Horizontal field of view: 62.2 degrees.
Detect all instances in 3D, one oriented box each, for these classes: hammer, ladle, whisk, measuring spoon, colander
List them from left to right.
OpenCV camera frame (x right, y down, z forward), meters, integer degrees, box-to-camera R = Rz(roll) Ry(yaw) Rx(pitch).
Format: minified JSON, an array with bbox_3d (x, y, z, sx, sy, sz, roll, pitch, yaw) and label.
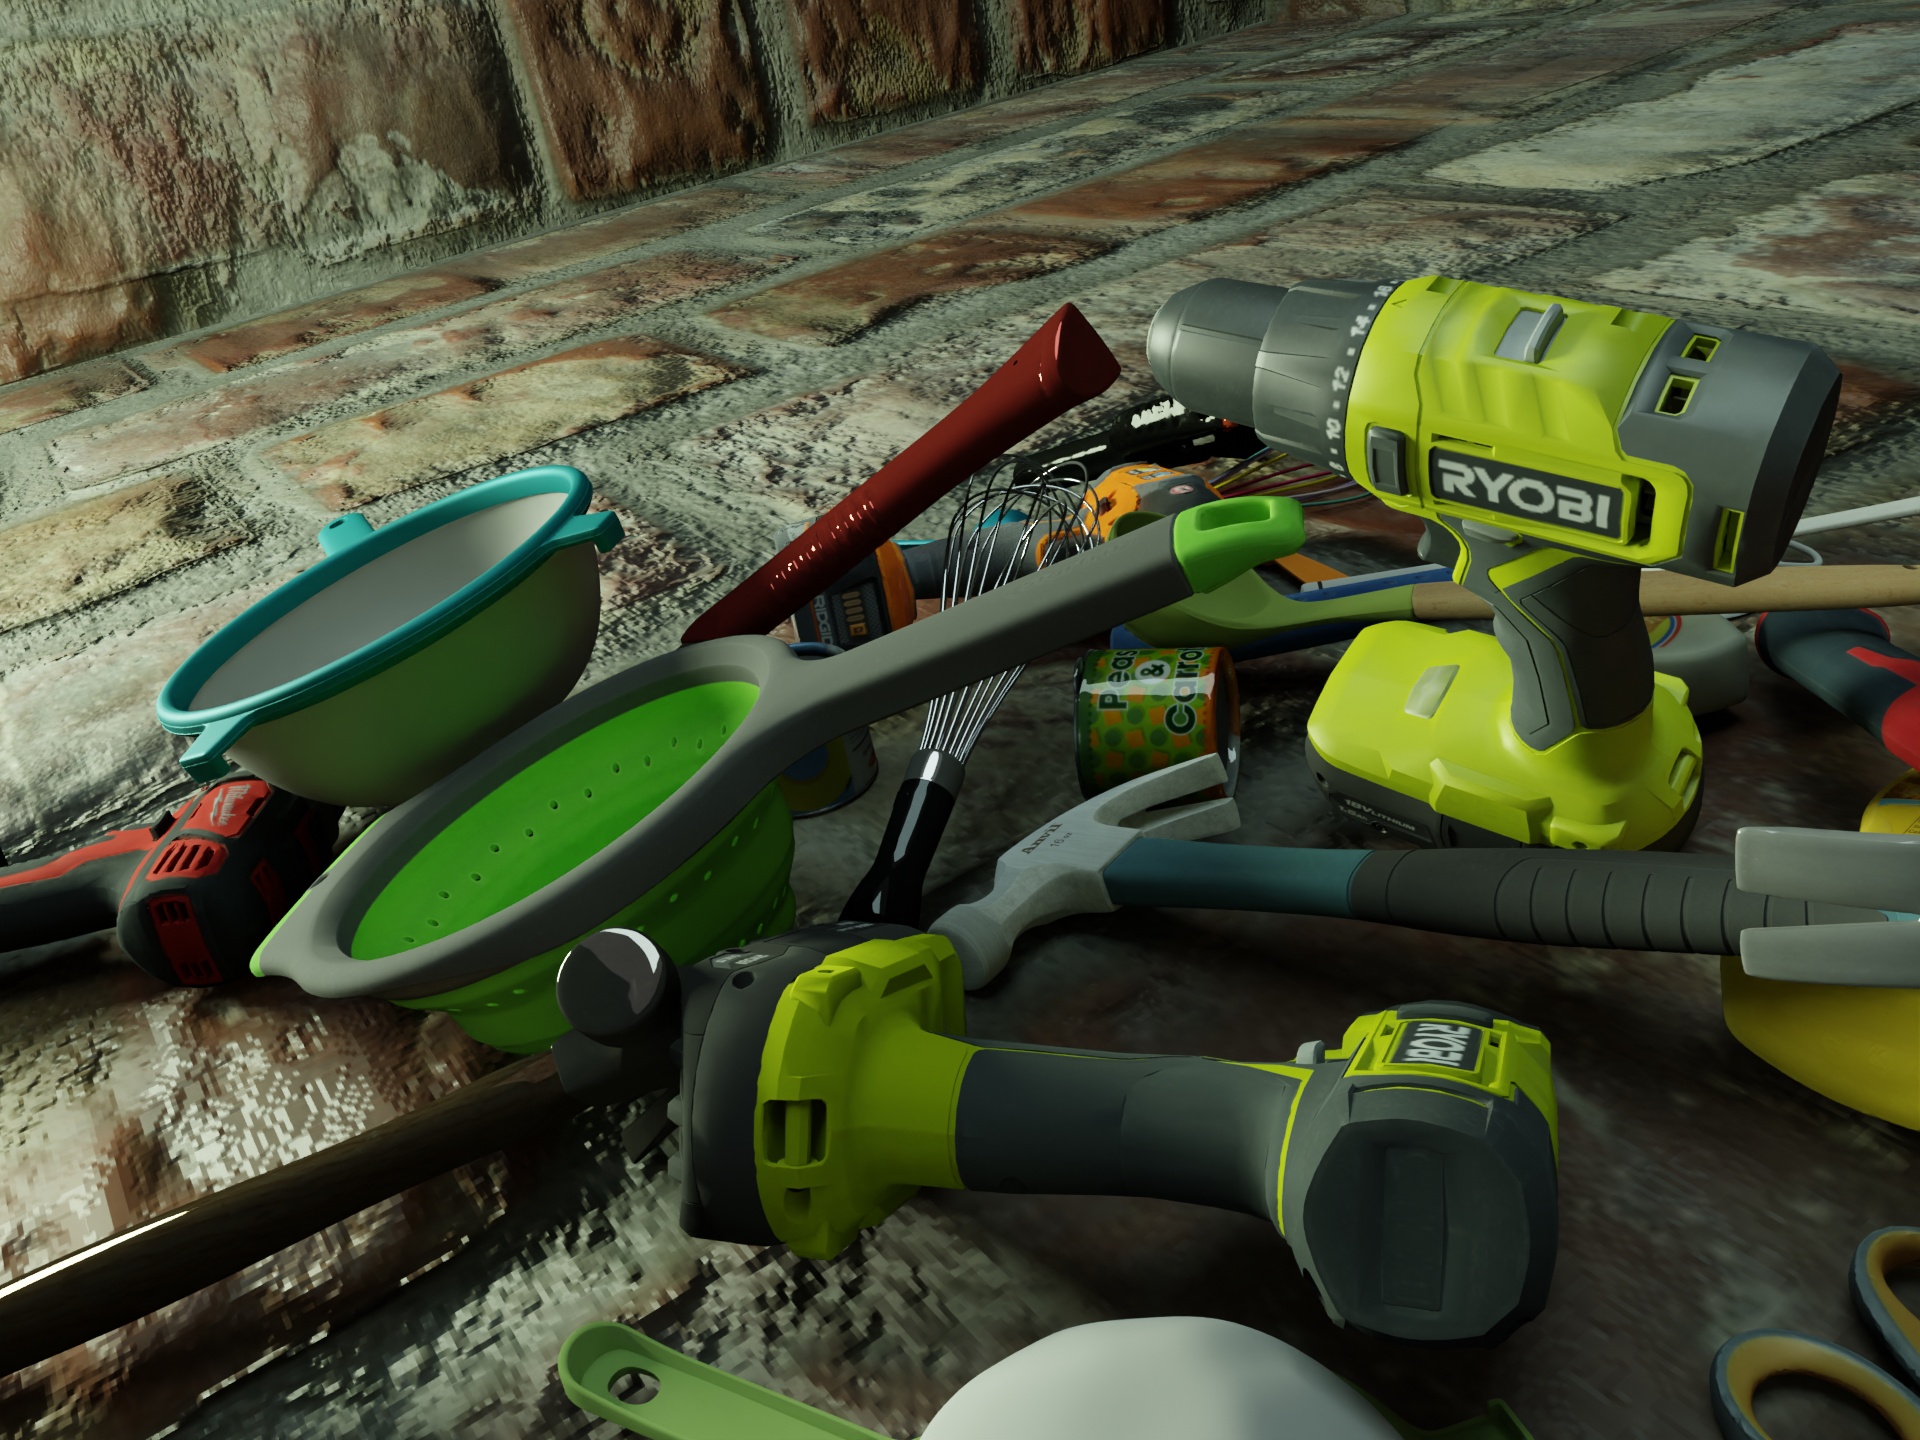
[{"bbox_3d":[-0.221,0.155,0.479,0.331,0.130,0.031,-24,66,-2],"label":"hammer"},{"bbox_3d":[-0.084,-0.058,0.702,0.359,0.036,0.149,-37,25,16],"label":"hammer"},{"bbox_3d":[-0.057,0.034,0.552,0.397,0.094,0.205,-21,23,21],"label":"colander"},{"bbox_3d":[-0.008,-0.112,0.945,0.129,0.021,0.042,2,-12,33],"label":"measuring spoon"},{"bbox_3d":[-0.002,-0.002,0.646,0.070,0.070,0.285,3,53,26],"label":"whisk"},{"bbox_3d":[0.141,-0.123,0.913,0.245,0.051,0.047,-20,5,-7],"label":"whisk"},{"bbox_3d":[0.187,-0.069,0.822,0.021,0.011,0.117,-22,33,-16],"label":"measuring spoon"},{"bbox_3d":[0.144,0.055,0.512,0.331,0.033,0.128,-1,27,44],"label":"hammer"},{"bbox_3d":[0.206,-0.059,0.628,0.320,0.062,0.078,0,22,29],"label":"ladle"},{"bbox_3d":[0.264,-0.065,0.687,0.405,0.035,0.144,-10,10,23],"label":"hammer"},{"bbox_3d":[0.276,0.001,0.476,0.143,0.038,0.386,-4,9,16],"label":"hammer"}]

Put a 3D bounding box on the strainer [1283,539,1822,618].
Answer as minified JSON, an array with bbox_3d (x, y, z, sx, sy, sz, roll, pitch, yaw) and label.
[{"bbox_3d":[0.275,-0.073,0.756,0.258,0.050,0.087,-8,44,10],"label":"strainer"}]

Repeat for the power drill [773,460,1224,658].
[{"bbox_3d":[0.026,-0.078,0.798,0.226,0.084,0.164,-12,15,-6],"label":"power drill"}]

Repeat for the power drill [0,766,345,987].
[{"bbox_3d":[-0.400,0.058,0.743,0.226,0.080,0.188,-7,28,3],"label":"power drill"}]

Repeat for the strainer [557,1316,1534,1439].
[{"bbox_3d":[-0.003,0.173,0.375,0.256,0.069,0.151,8,33,30],"label":"strainer"}]

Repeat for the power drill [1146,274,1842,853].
[{"bbox_3d":[0.162,-0.046,0.519,0.191,0.228,0.080,21,63,30],"label":"power drill"}]

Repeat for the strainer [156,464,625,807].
[{"bbox_3d":[-0.271,-0.041,0.783,0.211,0.095,0.341,-33,25,-14],"label":"strainer"}]

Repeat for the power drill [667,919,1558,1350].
[{"bbox_3d":[0.048,0.106,0.445,0.223,0.080,0.171,2,1,20],"label":"power drill"}]
